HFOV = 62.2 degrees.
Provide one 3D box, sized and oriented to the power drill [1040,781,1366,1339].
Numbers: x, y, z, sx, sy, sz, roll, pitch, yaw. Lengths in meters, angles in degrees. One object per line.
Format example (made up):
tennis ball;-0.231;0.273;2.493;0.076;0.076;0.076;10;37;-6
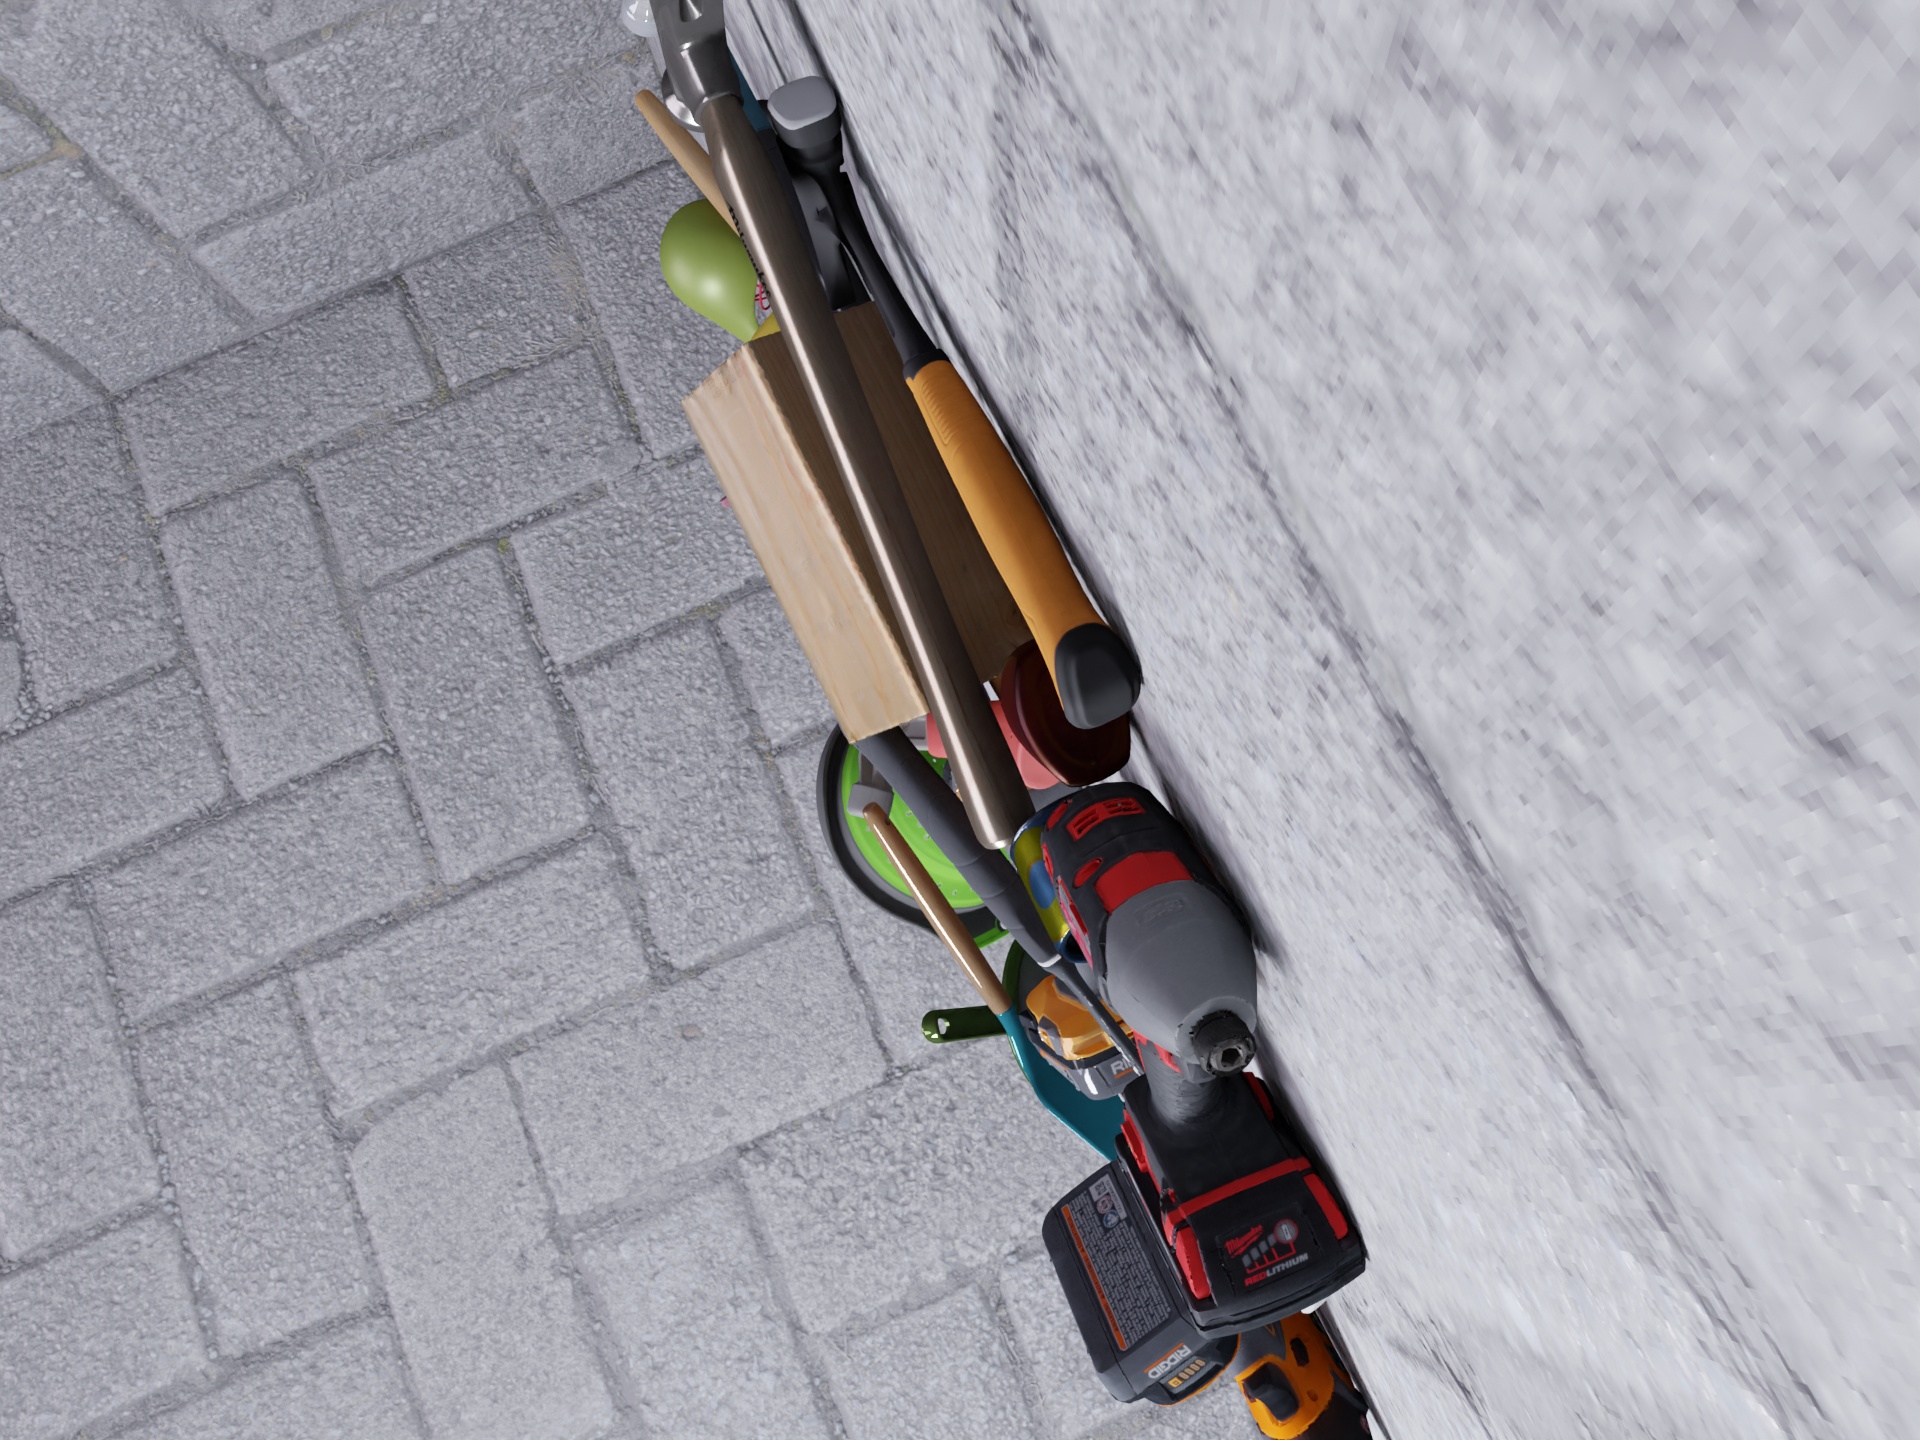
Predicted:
power drill;0.098;0.144;0.651;0.143;0.078;0.219;-118;7;-56

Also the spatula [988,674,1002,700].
spatula;0.007;-0.051;1.174;0.323;0.041;0.081;-118;10;-53

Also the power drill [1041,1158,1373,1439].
power drill;0.155;0.358;0.901;0.226;0.084;0.164;42;-168;-36

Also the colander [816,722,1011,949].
colander;-0.042;-0.017;1.236;0.397;0.204;0.094;60;146;5

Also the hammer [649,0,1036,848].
hammer;-0.049;-0.131;0.737;0.146;0.038;0.410;-144;31;-82

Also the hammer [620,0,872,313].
hammer;-0.108;-0.316;0.905;0.331;0.033;0.128;62;161;6

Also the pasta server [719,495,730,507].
pasta server;-0.061;-0.098;1.058;0.316;0.040;0.060;36;175;43

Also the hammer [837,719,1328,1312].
hammer;0.060;0.139;0.855;0.409;0.036;0.149;51;170;19

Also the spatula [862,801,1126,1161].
spatula;0.026;0.176;1.102;0.317;0.044;0.082;57;-149;-23

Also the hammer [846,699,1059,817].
hammer;-0.002;-0.003;0.985;0.359;0.036;0.149;179;105;-72

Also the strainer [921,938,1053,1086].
strainer;0.071;0.219;1.200;0.256;0.069;0.151;9;-112;-54

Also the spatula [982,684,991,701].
spatula;-0.036;-0.104;1.196;0.059;0.018;0.316;104;148;-49

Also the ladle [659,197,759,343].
ladle;-0.101;-0.239;1.147;0.319;0.078;0.062;46;-124;-38

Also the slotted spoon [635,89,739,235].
slotted spoon;-0.128;-0.305;1.008;0.314;0.031;0.070;53;178;24

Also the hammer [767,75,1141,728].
hammer;-0.006;-0.130;0.681;0.127;0.034;0.337;71;175;-58

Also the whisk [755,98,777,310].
whisk;-0.130;-0.351;1.094;0.296;0.073;0.073;136;111;-82

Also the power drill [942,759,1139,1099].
power drill;0.054;0.116;1.049;0.226;0.084;0.185;68;168;-9

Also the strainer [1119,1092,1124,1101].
strainer;0.151;0.270;1.186;0.258;0.050;0.087;53;-166;-73
